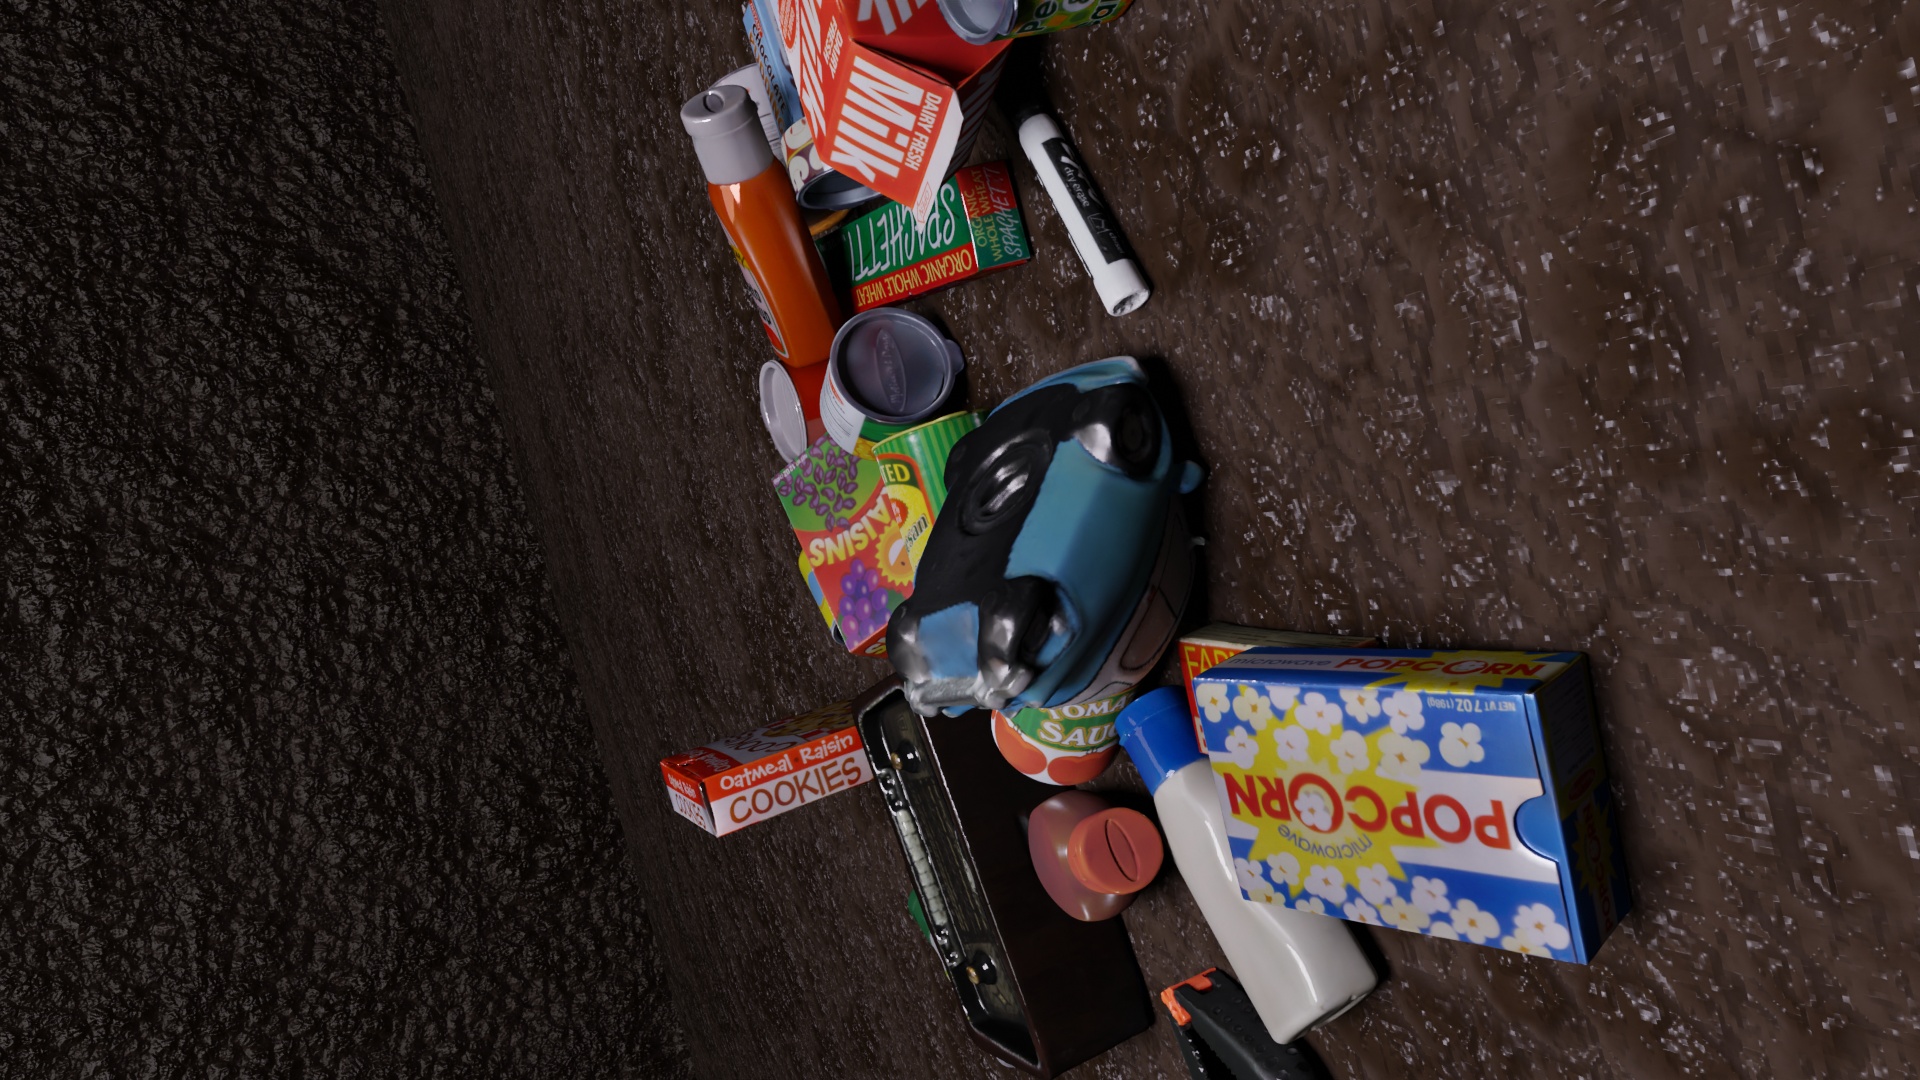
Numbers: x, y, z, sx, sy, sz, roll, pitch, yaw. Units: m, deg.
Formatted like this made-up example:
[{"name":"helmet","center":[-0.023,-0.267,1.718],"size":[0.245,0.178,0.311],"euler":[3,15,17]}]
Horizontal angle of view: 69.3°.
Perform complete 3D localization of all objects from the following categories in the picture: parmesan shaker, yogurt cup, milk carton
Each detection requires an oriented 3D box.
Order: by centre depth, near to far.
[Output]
[{"name":"milk carton","center":[-0.034,-0.229,0.597],"size":[0.072,0.073,0.191],"euler":[118,139,-58]},{"name":"parmesan shaker","center":[0.003,-0.009,0.705],"size":[0.071,0.071,0.103],"euler":[-25,83,67]},{"name":"yogurt cup","center":[-0.089,-0.086,0.875],"size":[0.072,0.054,0.072],"euler":[46,145,46]}]

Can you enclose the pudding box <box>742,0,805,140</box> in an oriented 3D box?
[{"name":"pudding box","center":[-0.081,-0.253,0.748],"size":[0.030,0.050,0.083],"euler":[-26,82,68]}]

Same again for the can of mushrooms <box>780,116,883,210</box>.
[{"name":"can of mushrooms","center":[-0.057,-0.197,0.712],"size":[0.071,0.071,0.033],"euler":[-24,83,67]}]

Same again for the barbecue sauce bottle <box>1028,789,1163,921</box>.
[{"name":"barbecue sauce bottle","center":[0.064,0.149,0.660],"size":[0.148,0.044,0.065],"euler":[104,144,-76]}]

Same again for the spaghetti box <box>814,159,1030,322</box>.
[{"name":"spaghetti box","center":[-0.035,-0.152,0.741],"size":[0.250,0.029,0.050],"euler":[4,110,66]}]

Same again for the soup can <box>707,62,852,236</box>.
[{"name":"soup can","center":[-0.103,-0.223,0.803],"size":[0.084,0.071,0.071],"euler":[69,156,8]}]

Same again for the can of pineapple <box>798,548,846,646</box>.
[{"name":"can of pineapple","center":[-0.061,0.023,0.871],"size":[0.058,0.071,0.070],"euler":[59,153,30]}]

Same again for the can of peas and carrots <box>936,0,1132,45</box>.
[{"name":"can of peas and carrots","center":[0.028,-0.220,0.513],"size":[0.071,0.059,0.070],"euler":[46,146,46]}]

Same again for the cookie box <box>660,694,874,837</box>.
[{"name":"cookie box","center":[-0.102,0.140,0.912],"size":[0.123,0.168,0.040],"euler":[-8,98,66]}]

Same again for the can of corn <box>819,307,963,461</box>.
[{"name":"can of corn","center":[-0.038,-0.083,0.748],"size":[0.058,0.071,0.071],"euler":[123,127,-68]}]

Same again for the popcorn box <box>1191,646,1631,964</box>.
[{"name":"popcorn box","center":[0.141,0.080,0.451],"size":[0.126,0.038,0.085],"euler":[-4,102,50]}]

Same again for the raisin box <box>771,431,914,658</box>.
[{"name":"raisin box","center":[-0.048,-0.007,0.803],"size":[0.086,0.040,0.124],"euler":[-37,65,22]}]

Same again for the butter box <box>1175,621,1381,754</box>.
[{"name":"butter box","center":[0.125,0.062,0.535],"size":[0.103,0.024,0.053],"euler":[0,105,66]}]

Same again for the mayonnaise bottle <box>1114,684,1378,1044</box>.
[{"name":"mayonnaise bottle","center":[0.115,0.131,0.584],"size":[0.064,0.041,0.148],"euler":[103,145,-55]}]

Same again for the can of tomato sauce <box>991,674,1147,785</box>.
[{"name":"can of tomato sauce","center":[0.052,0.066,0.646],"size":[0.071,0.071,0.082],"euler":[56,153,34]}]

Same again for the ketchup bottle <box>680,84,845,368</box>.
[{"name":"ketchup bottle","center":[-0.103,-0.167,0.739],"size":[0.065,0.043,0.148],"euler":[-119,7,-49]}]

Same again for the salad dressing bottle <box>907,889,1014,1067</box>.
[{"name":"salad dressing bottle","center":[0.011,0.277,0.909],"size":[0.148,0.044,0.064],"euler":[43,164,56]}]
